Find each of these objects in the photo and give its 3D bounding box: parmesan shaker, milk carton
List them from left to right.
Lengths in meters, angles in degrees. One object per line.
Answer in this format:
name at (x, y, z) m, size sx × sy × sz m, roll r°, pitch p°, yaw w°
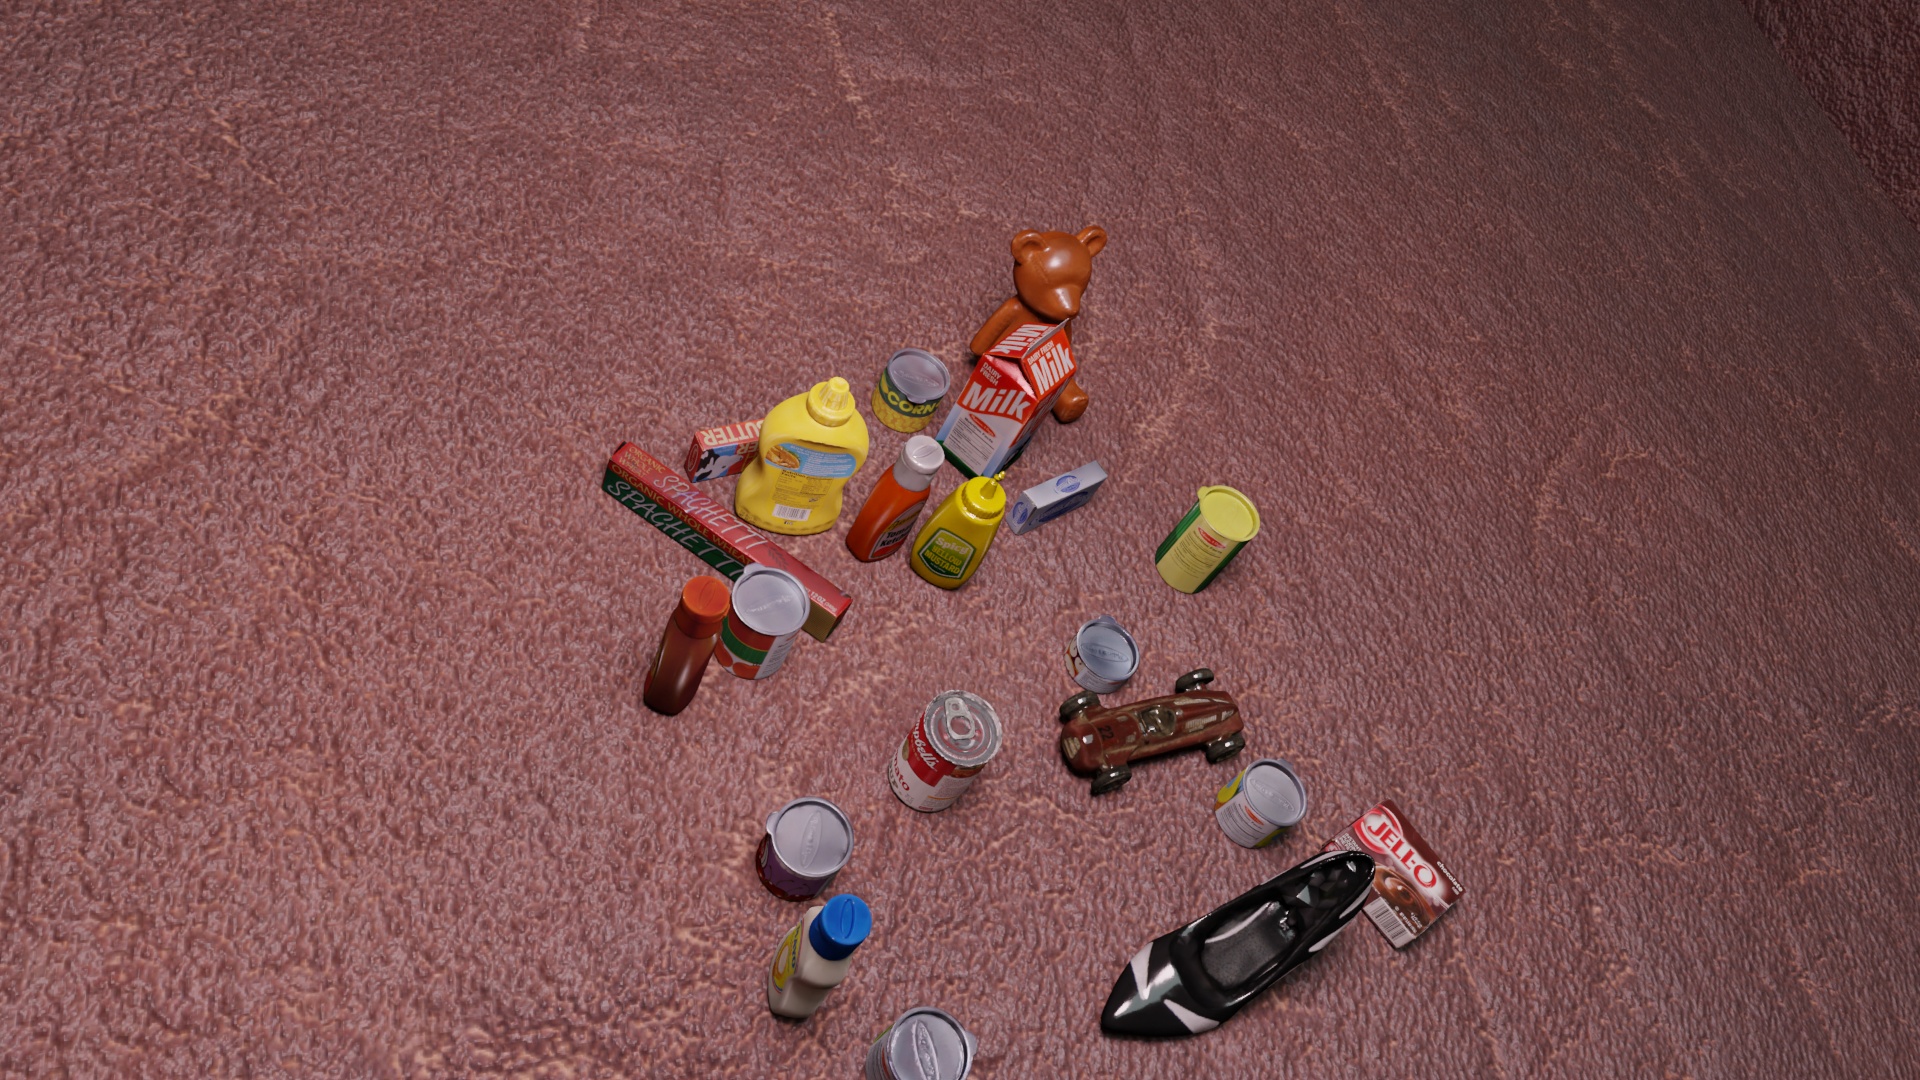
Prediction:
milk carton at (0.049, -0.142, 1.361) m, size 0.073 × 0.189 × 0.073 m, roll 42°, pitch 51°, yaw 7°
parmesan shaker at (0.246, -0.002, 1.407) m, size 0.071 × 0.102 × 0.071 m, roll 12°, pitch 53°, yaw -16°

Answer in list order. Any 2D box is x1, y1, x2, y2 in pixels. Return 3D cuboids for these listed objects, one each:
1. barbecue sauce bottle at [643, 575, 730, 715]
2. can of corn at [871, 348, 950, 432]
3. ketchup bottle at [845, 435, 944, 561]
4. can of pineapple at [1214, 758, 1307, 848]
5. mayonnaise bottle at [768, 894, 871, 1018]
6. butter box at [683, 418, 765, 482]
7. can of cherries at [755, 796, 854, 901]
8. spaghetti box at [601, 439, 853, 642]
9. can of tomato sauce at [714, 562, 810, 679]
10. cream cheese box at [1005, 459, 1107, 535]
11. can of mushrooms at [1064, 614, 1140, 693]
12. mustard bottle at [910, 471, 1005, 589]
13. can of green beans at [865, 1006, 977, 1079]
barbecue sauce bottle at (-0.218, 0.081, 1.112) m, size 0.044 × 0.147 × 0.065 m, roll 23°, pitch 51°, yaw -8°
can of corn at (-0.052, -0.149, 1.407) m, size 0.071 × 0.058 × 0.071 m, roll 12°, pitch 53°, yaw -16°
ketchup bottle at (-0.057, -0.039, 1.269) m, size 0.065 × 0.148 × 0.043 m, roll -28°, pitch 72°, yaw -36°
can of pineapple at (0.277, 0.242, 1.279) m, size 0.071 × 0.057 × 0.071 m, roll 12°, pitch 53°, yaw -16°
mayonnaise bottle at (-0.103, 0.298, 1.011) m, size 0.041 × 0.147 × 0.065 m, roll 15°, pitch 53°, yaw -14°
butter box at (-0.203, -0.087, 1.299) m, size 0.104 × 0.052 × 0.024 m, roll -15°, pitch 64°, yaw -31°
can of cherries at (-0.126, 0.243, 1.097) m, size 0.071 × 0.058 × 0.072 m, roll 12°, pitch 53°, yaw -16°
spaghetti box at (-0.210, 0.001, 1.236) m, size 0.250 × 0.050 × 0.029 m, roll 35°, pitch 50°, yaw 2°
can of tomato sauce at (-0.172, 0.070, 1.183) m, size 0.071 × 0.082 × 0.071 m, roll 12°, pitch 53°, yaw -16°
cream cheese box at (0.097, -0.043, 1.402) m, size 0.104 × 0.053 × 0.024 m, roll -24°, pitch 69°, yaw -35°
can of mushrooms at (0.135, 0.109, 1.325) m, size 0.071 × 0.033 × 0.071 m, roll 12°, pitch 53°, yaw -16°
mustard bottle at (0.005, -0.016, 1.272) m, size 0.065 × 0.159 × 0.049 m, roll 30°, pitch 50°, yaw -3°
can of green beans at (-0.032, 0.389, 1.037) m, size 0.071 × 0.057 × 0.071 m, roll 12°, pitch 53°, yaw -16°
